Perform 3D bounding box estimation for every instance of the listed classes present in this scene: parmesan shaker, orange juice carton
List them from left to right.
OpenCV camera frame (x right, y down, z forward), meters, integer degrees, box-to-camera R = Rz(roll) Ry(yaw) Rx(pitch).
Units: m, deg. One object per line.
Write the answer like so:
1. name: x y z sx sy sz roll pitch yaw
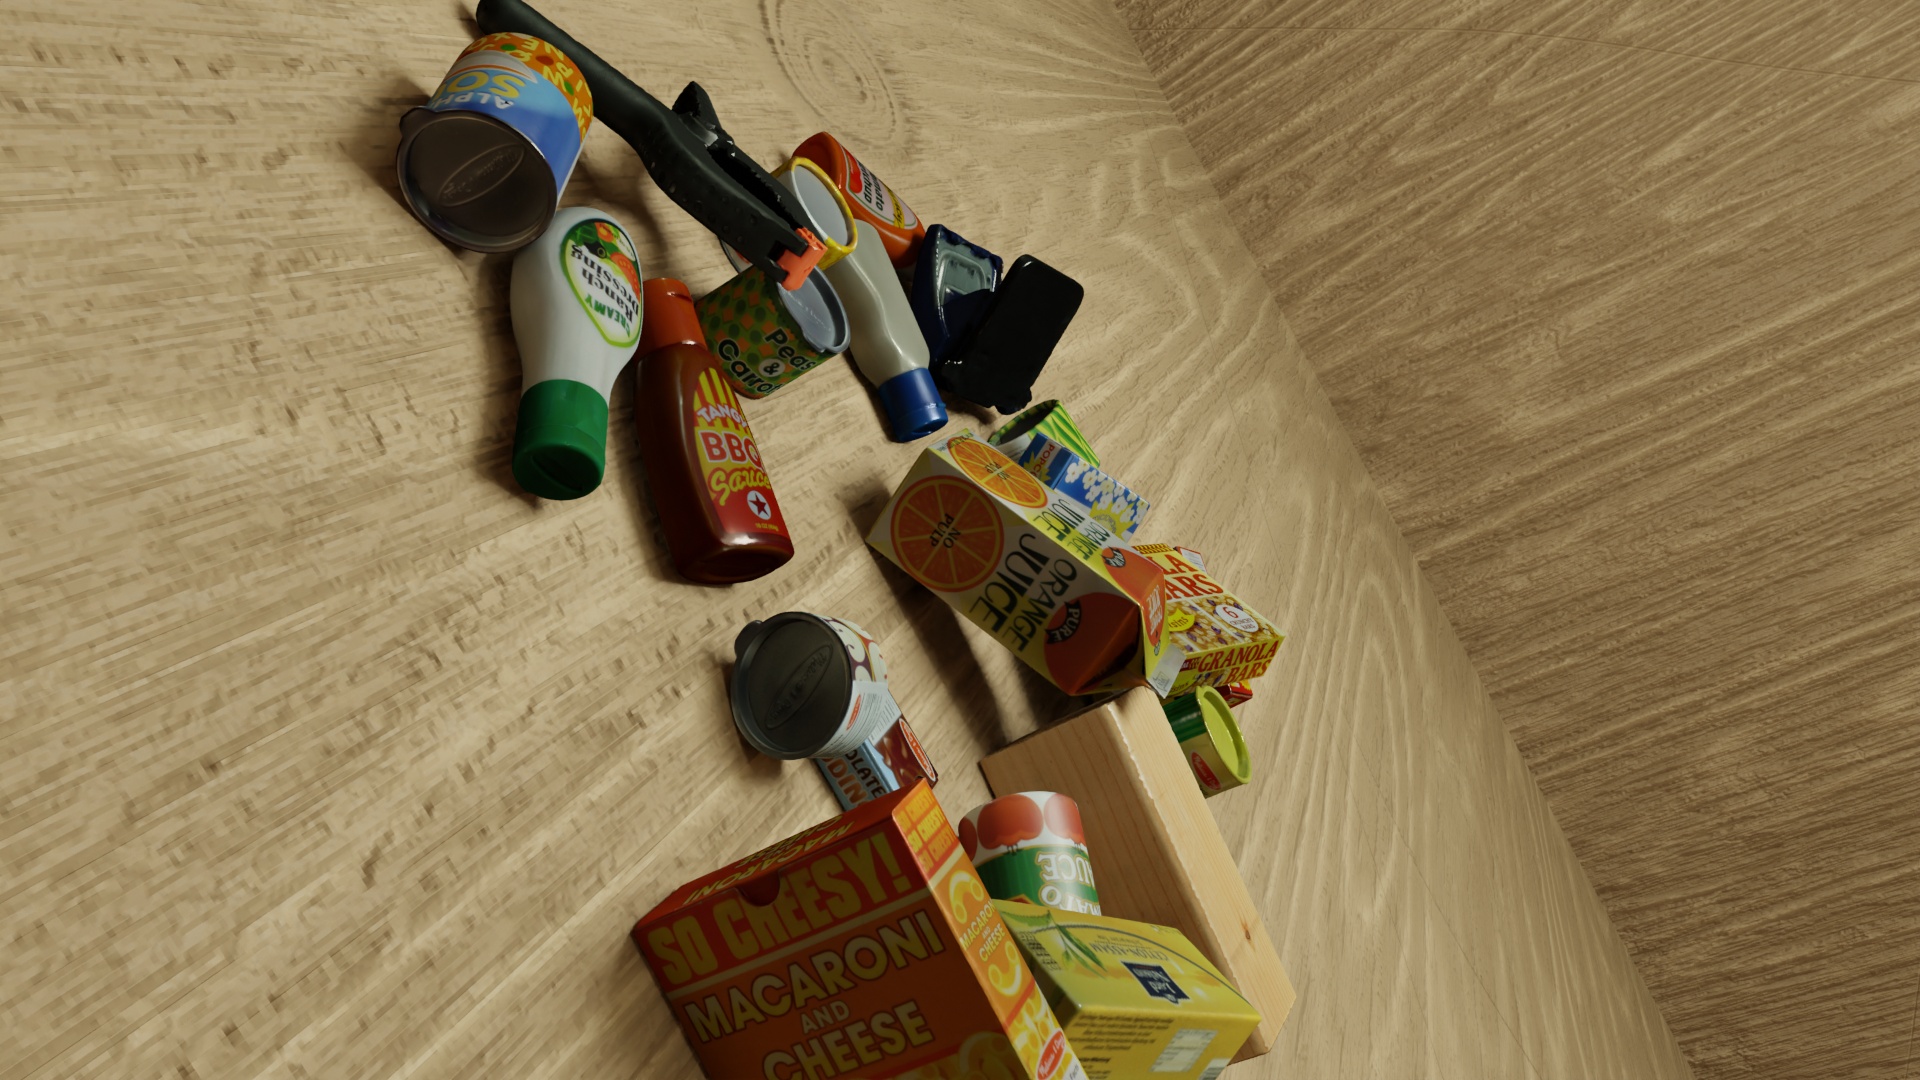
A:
1. orange juice carton: 0.049 0.022 0.814 0.193 0.072 0.072 37 22 8
2. parmesan shaker: 0.125 0.142 0.898 0.071 0.103 0.072 47 28 -34

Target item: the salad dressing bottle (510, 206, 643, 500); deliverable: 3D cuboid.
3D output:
1. salad dressing bottle: -0.170 -0.084 0.609 0.064 0.044 0.148 46 28 -45

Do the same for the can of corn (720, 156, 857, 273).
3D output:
1. can of corn: -0.103 -0.190 0.842 0.071 0.058 0.071 46 29 -34

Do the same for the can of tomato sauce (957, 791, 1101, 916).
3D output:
1. can of tomato sauce: 0.039 0.181 0.719 0.071 0.071 0.083 35 35 -47

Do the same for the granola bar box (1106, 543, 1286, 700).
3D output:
1. granola bar box: 0.127 0.054 0.952 0.166 0.039 0.124 -4 35 -46

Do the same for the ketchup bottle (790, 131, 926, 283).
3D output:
1. ketchup bottle: -0.060 -0.227 0.990 0.148 0.043 0.065 30 39 -52

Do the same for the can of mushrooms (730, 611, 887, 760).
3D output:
1. can of mushrooms: -0.070 0.064 0.630 0.033 0.071 0.071 16 50 -60

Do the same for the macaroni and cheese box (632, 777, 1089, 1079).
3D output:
1. macaroni and cheese box: -0.028 0.187 0.508 0.166 0.123 0.040 62 22 -1

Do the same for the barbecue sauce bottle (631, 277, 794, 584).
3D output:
1. barbecue sauce bottle: -0.128 -0.054 0.664 0.065 0.043 0.149 10 55 -60

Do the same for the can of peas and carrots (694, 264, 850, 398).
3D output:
1. can of peas and carrots: -0.103 -0.118 0.764 0.071 0.058 0.071 45 29 -34

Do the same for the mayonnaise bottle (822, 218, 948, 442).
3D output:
1. mayonnaise bottle: -0.052 -0.138 0.914 0.065 0.041 0.148 -6 71 -64

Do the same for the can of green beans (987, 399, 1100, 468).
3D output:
1. can of green beans: 0.061 -0.064 1.034 0.057 0.071 0.071 55 24 -15

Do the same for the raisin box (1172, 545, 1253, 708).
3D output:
1. raisin box: 0.159 0.079 1.056 0.040 0.086 0.124 18 48 -51

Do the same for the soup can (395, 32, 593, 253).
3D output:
1. soup can: -0.204 -0.179 0.612 0.071 0.071 0.084 46 28 -33

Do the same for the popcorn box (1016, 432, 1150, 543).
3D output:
1. popcorn box: 0.074 -0.015 0.978 0.038 0.085 0.126 37 6 35

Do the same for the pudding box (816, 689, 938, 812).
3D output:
1. pudding box: -0.048 0.097 0.681 0.083 0.030 0.050 60 22 -6

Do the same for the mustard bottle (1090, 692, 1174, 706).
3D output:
1. mustard bottle: 0.124 0.125 0.981 0.065 0.048 0.161 34 37 -42
